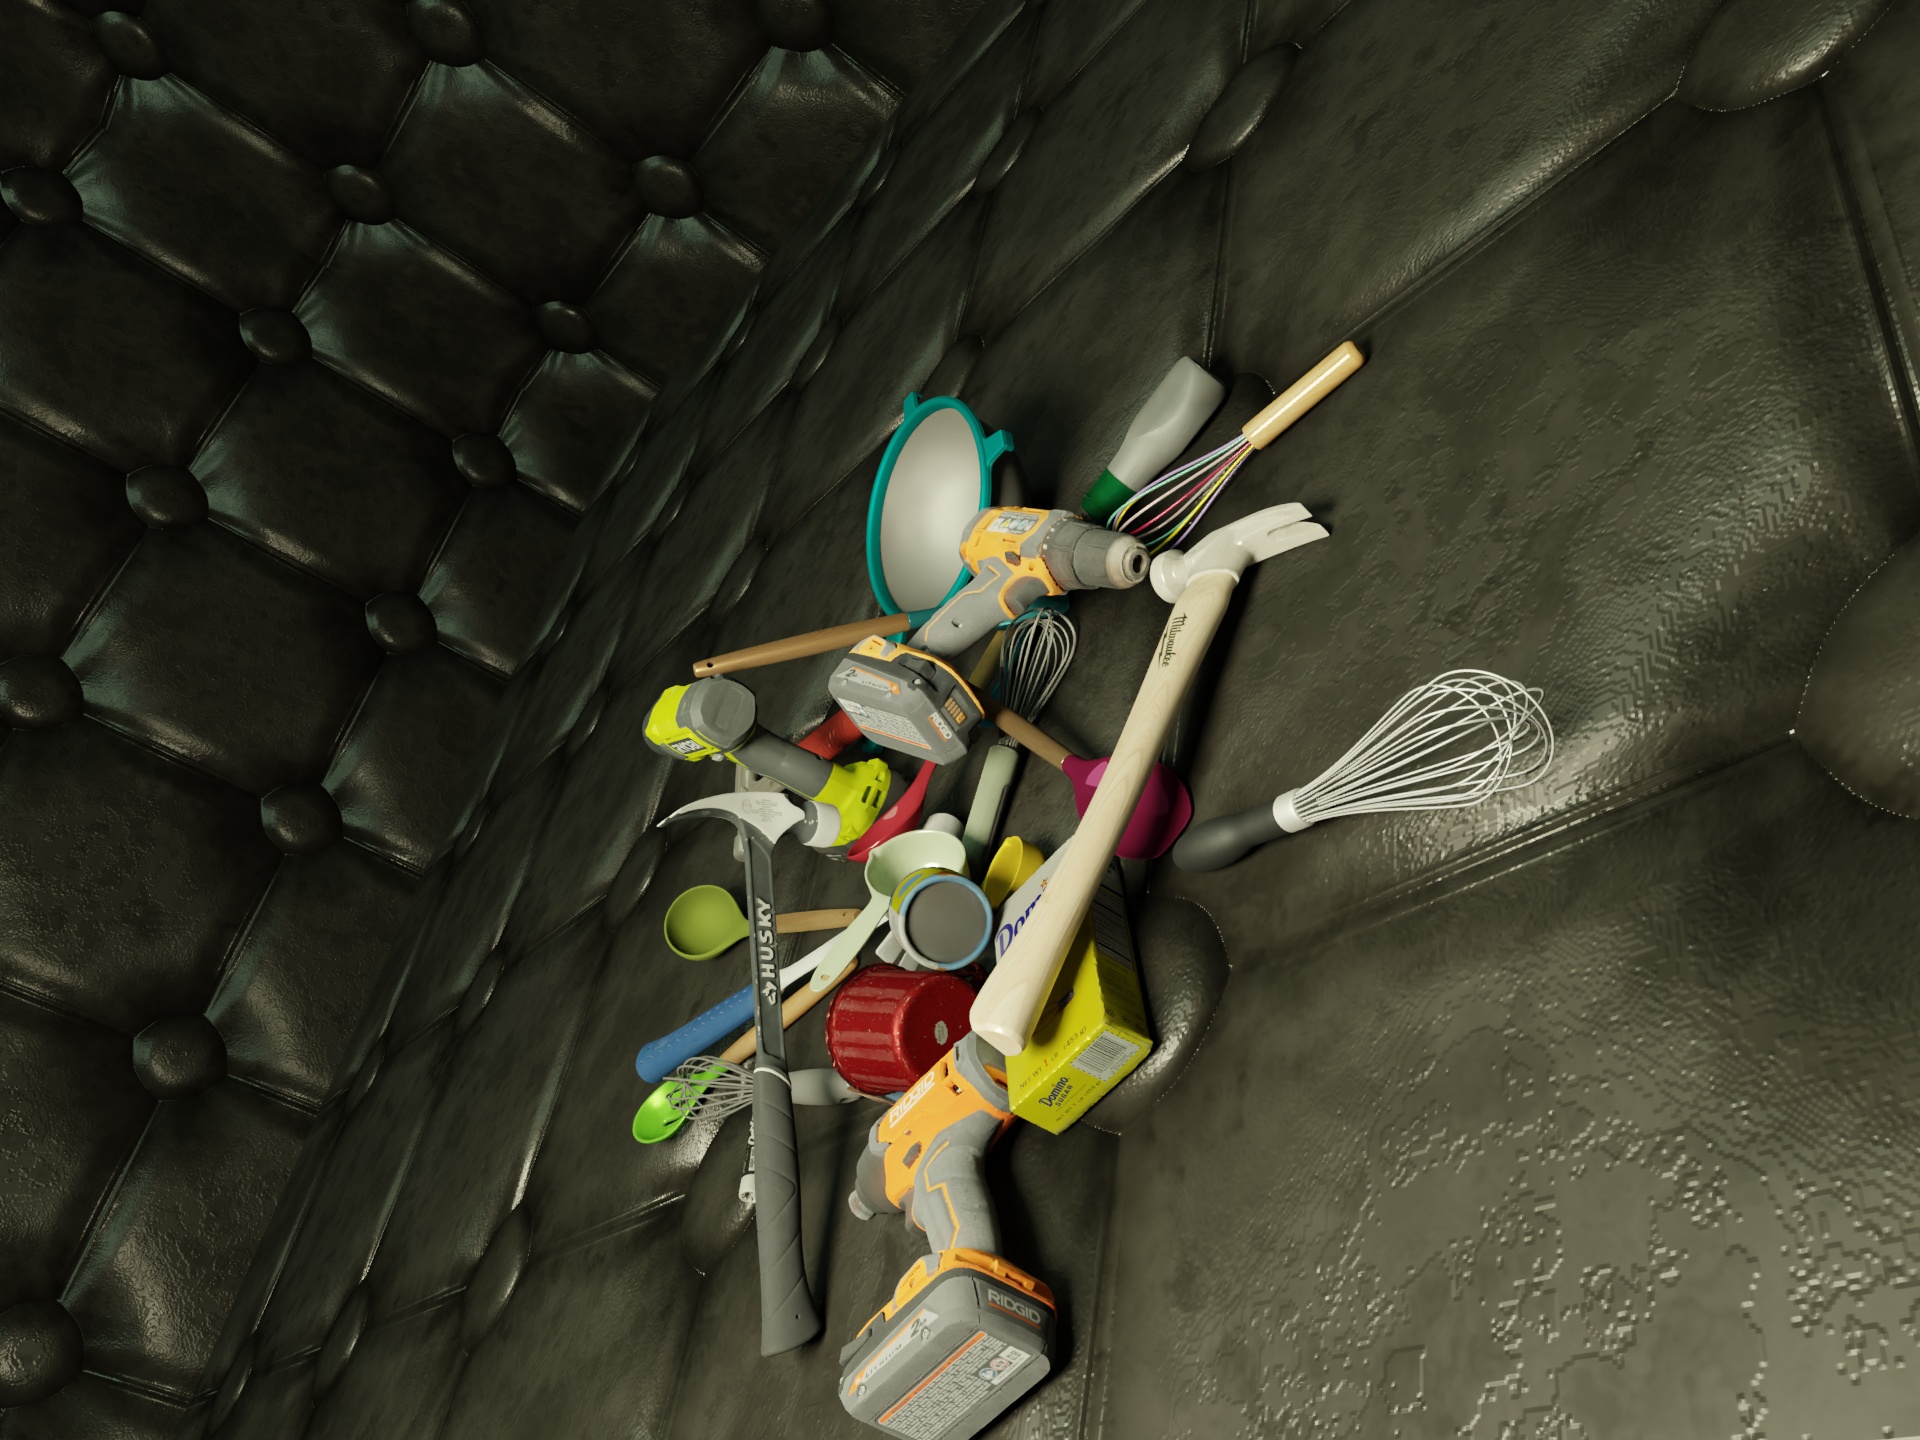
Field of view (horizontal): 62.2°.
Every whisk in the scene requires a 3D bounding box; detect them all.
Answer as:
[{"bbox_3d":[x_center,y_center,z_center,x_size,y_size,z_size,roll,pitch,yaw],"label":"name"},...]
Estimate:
[{"bbox_3d":[0.199,-0.200,1.187,0.245,0.051,0.047,-39,24,32],"label":"whisk"},{"bbox_3d":[0.207,0.041,0.873,0.284,0.070,0.070,-34,33,54],"label":"whisk"},{"bbox_3d":[-0.158,0.291,1.267,0.239,0.055,0.055,-13,49,43],"label":"whisk"},{"bbox_3d":[0.038,0.019,1.247,0.057,0.059,0.246,81,-155,-67],"label":"whisk"}]

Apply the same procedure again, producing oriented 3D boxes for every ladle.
[{"bbox_3d":[-0.002,-0.004,1.317,0.069,0.031,0.315,-21,34,56],"label":"ladle"},{"bbox_3d":[-0.184,0.183,1.472,0.320,0.062,0.078,-15,45,55],"label":"ladle"}]

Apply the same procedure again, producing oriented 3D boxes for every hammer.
[{"bbox_3d":[-0.132,0.015,1.525,0.359,0.036,0.149,-35,47,51],"label":"hammer"},{"bbox_3d":[-0.140,0.240,1.148,0.036,0.149,0.409,-33,54,44],"label":"hammer"},{"bbox_3d":[-0.149,0.219,1.328,0.405,0.035,0.144,-36,23,35],"label":"hammer"},{"bbox_3d":[0.114,0.027,1.013,0.146,0.038,0.411,-19,36,53],"label":"hammer"}]

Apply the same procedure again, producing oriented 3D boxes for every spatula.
[{"bbox_3d":[-0.070,-0.084,1.336,0.044,0.317,0.082,94,160,-71],"label":"spatula"}]

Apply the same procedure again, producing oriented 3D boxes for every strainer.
[{"bbox_3d":[-0.013,-0.125,1.481,0.211,0.095,0.340,37,117,54],"label":"strainer"}]

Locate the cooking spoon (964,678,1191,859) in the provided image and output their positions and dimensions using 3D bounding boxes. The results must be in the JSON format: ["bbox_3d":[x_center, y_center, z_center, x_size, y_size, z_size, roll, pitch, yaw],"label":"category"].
[{"bbox_3d":[0.067,0.022,1.150,0.069,0.017,0.319,-52,35,-1],"label":"cooking spoon"}]

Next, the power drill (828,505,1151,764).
[{"bbox_3d":[0.027,-0.074,1.214,0.226,0.084,0.185,-49,35,-19],"label":"power drill"}]

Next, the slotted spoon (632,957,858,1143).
[{"bbox_3d":[-0.189,0.288,1.391,0.313,0.031,0.070,-42,25,30],"label":"slotted spoon"}]

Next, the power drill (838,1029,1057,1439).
[{"bbox_3d":[-0.017,0.312,0.957,0.164,0.084,0.227,-49,21,24],"label":"power drill"}]

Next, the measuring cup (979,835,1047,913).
[{"bbox_3d":[0.019,0.140,1.168,0.156,0.029,0.062,-51,22,47],"label":"measuring cup"}]

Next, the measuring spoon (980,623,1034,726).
[{"bbox_3d":[0.050,-0.043,1.333,0.042,0.021,0.129,-42,18,55],"label":"measuring spoon"}]

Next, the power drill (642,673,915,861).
[{"bbox_3d":[-0.165,0.040,1.391,0.171,0.223,0.080,-14,49,59],"label":"power drill"}]

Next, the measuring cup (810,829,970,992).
[{"bbox_3d":[-0.053,0.146,1.148,0.083,0.038,0.168,12,45,33],"label":"measuring cup"}]
